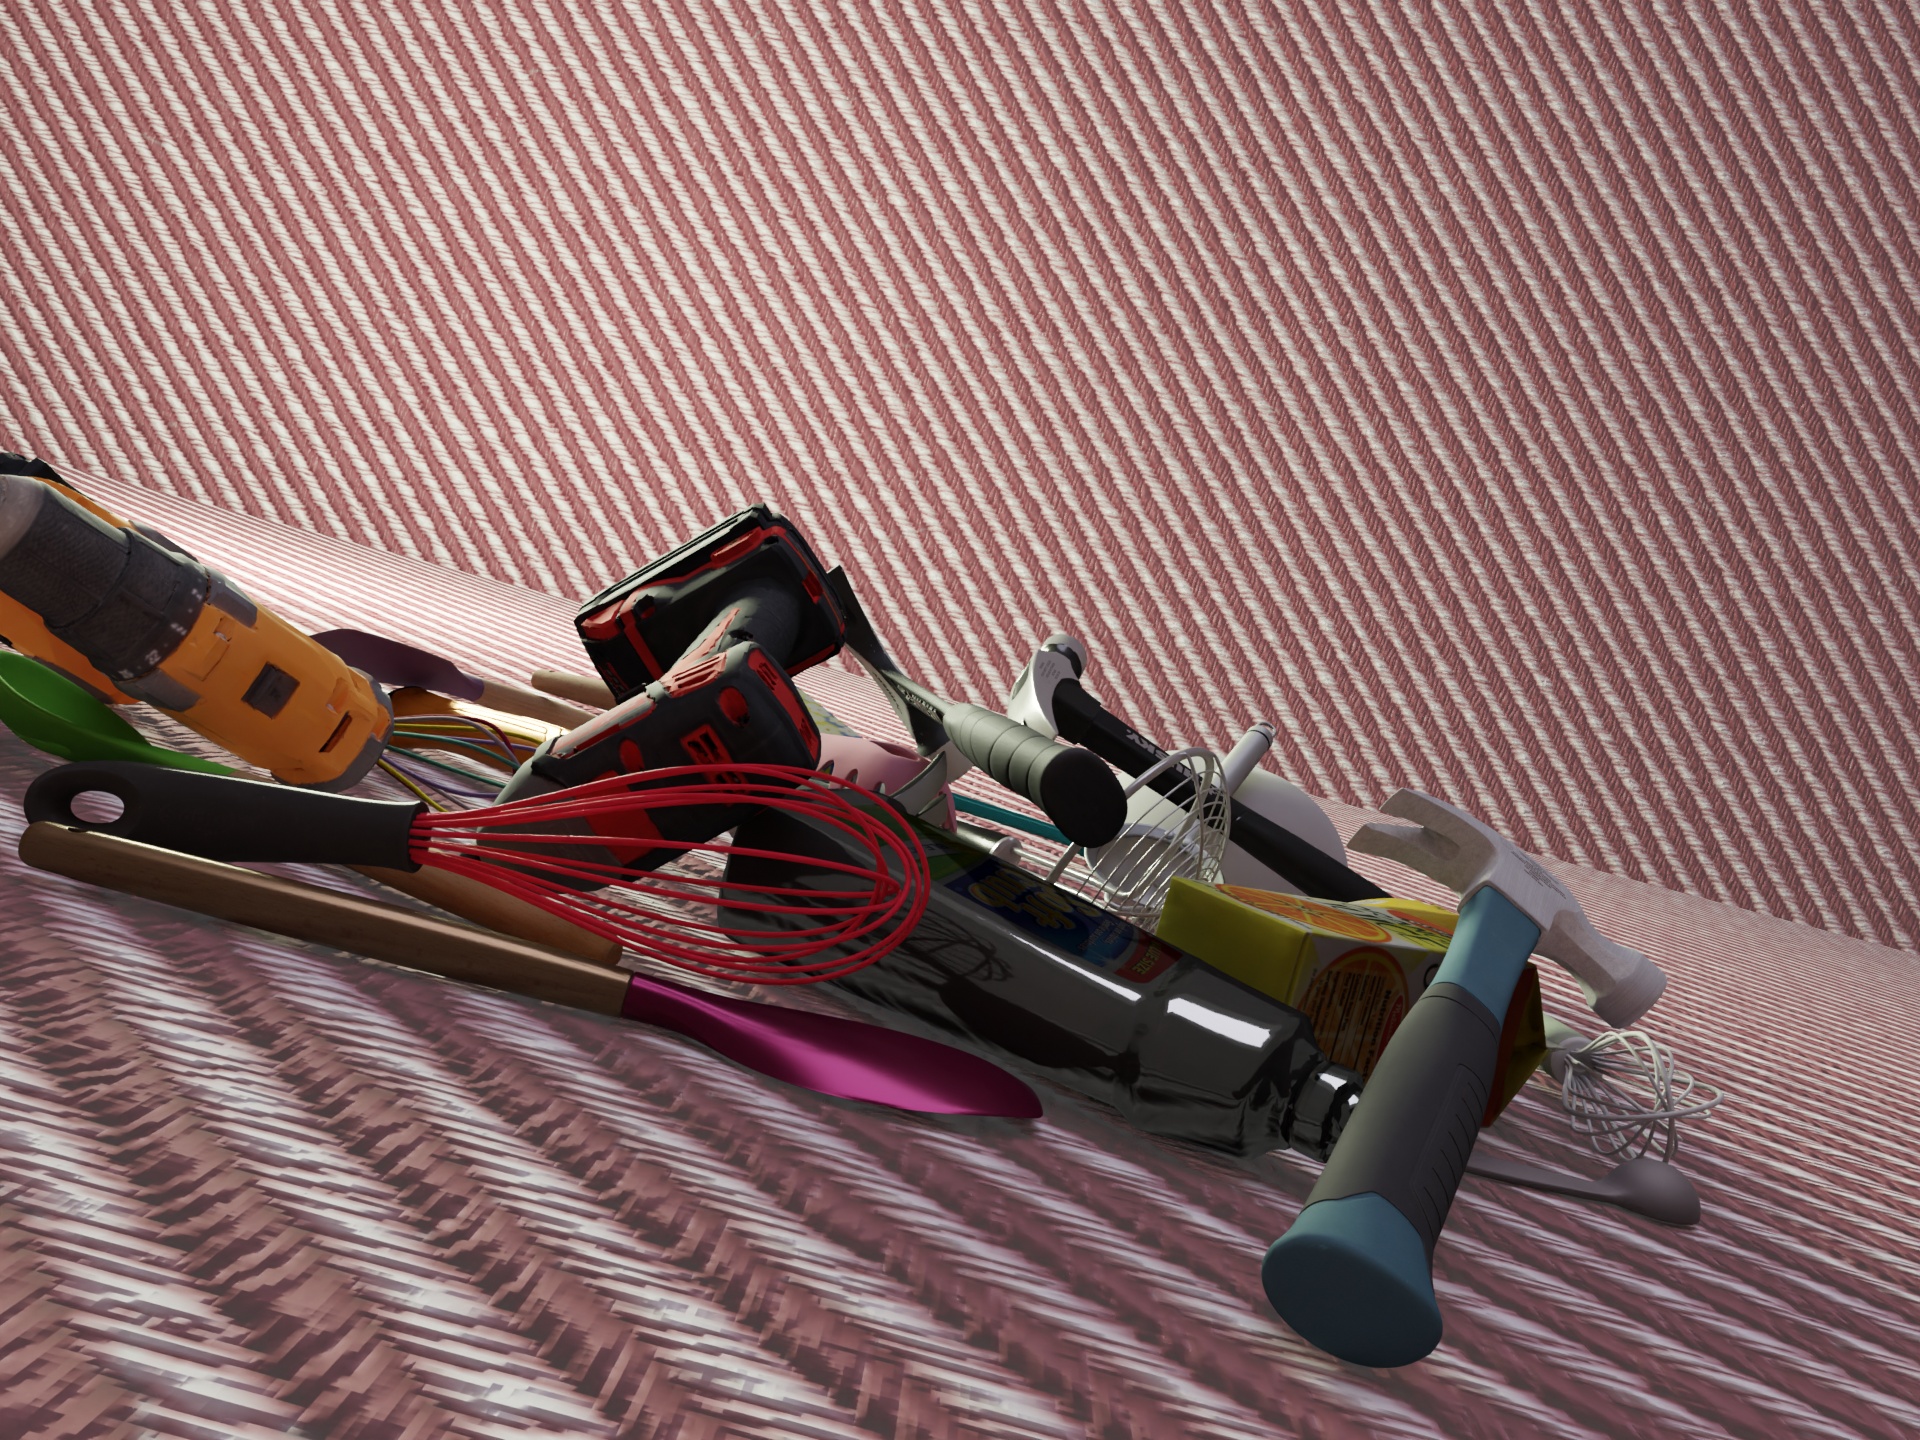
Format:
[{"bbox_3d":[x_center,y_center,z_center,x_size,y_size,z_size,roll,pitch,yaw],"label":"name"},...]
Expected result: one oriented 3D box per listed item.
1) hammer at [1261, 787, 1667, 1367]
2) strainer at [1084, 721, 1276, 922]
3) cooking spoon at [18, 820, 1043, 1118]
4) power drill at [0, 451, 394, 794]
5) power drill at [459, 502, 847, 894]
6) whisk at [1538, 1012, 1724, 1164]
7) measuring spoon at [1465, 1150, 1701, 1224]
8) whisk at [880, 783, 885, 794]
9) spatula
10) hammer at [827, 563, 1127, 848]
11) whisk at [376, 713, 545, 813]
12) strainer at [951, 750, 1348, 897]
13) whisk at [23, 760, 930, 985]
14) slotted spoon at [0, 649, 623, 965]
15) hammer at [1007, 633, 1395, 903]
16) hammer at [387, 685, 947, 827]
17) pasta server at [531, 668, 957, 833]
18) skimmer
[{"bbox_3d":[0.159,0.102,0.509,0.128,0.033,0.331,43,27,11],"label":"hammer"},{"bbox_3d":[0.148,0.064,0.997,0.087,0.050,0.258,27,40,19],"label":"strainer"},{"bbox_3d":[-0.127,0.078,0.490,0.319,0.017,0.069,15,2,-4],"label":"cooking spoon"},{"bbox_3d":[-0.372,-0.054,0.687,0.226,0.084,0.185,20,-17,38],"label":"power drill"},{"bbox_3d":[-0.121,-0.005,0.659,0.078,0.143,0.220,58,13,-19],"label":"power drill"},{"bbox_3d":[0.286,0.158,0.728,0.059,0.058,0.246,-10,-4,7],"label":"whisk"},{"bbox_3d":[0.213,0.161,0.583,0.124,0.018,0.034,14,4,-6],"label":"measuring spoon"},{"bbox_3d":[-0.116,0.028,1.123,0.239,0.055,0.055,23,8,38],"label":"whisk"},{"bbox_3d":[-0.276,-0.013,0.949,0.060,0.018,0.315,-12,-15,20],"label":"spatula"},{"bbox_3d":[-0.001,-0.002,0.775,0.149,0.036,0.409,52,-5,-14],"label":"hammer"},{"bbox_3d":[-0.284,0.010,0.758,0.245,0.047,0.051,12,-11,31],"label":"whisk"},{"bbox_3d":[0.128,0.057,1.099,0.340,0.095,0.211,18,3,-18],"label":"strainer"},{"bbox_3d":[-0.157,0.040,0.516,0.296,0.073,0.073,6,3,1],"label":"whisk"},{"bbox_3d":[-0.255,0.033,0.593,0.314,0.031,0.070,18,-11,22],"label":"slotted spoon"},{"bbox_3d":[0.173,0.069,0.937,0.335,0.035,0.146,34,25,0],"label":"hammer"},{"bbox_3d":[-0.168,0.021,0.789,0.337,0.034,0.127,12,23,34],"label":"hammer"},{"bbox_3d":[-0.134,0.010,0.904,0.316,0.040,0.060,13,3,32],"label":"pasta server"},{"bbox_3d":[0.029,0.058,0.835,0.090,0.127,0.363,50,-13,-15],"label":"skimmer"}]
